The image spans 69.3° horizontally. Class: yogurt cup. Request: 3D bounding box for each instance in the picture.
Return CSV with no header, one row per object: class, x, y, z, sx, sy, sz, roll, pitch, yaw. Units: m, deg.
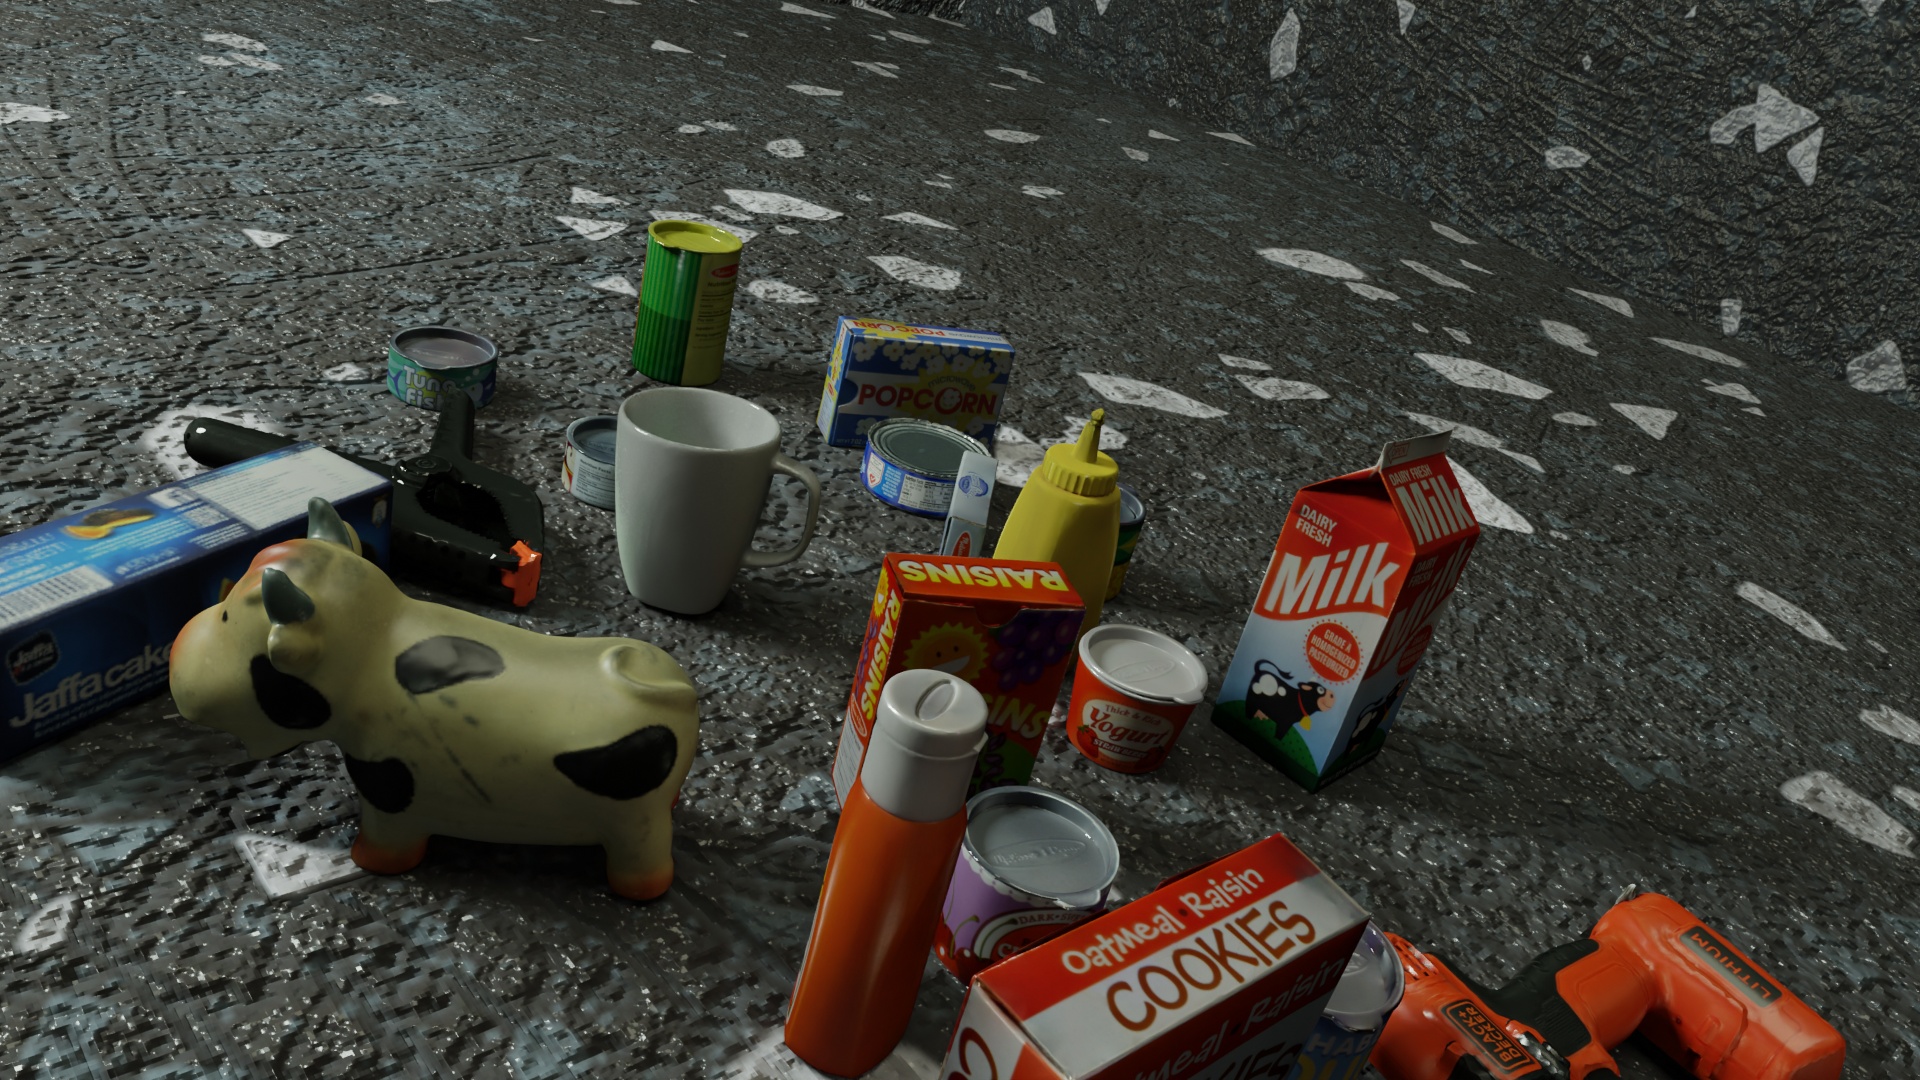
yogurt cup,0.088,0.083,0.718,0.072,0.053,0.073,12,27,-6

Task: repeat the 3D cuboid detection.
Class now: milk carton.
milk carton,0.207,0.030,0.732,0.072,0.189,0.073,-13,38,-44

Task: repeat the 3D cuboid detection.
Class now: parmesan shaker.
parmesan shaker,-0.199,-0.170,0.997,0.071,0.102,0.071,12,27,-6

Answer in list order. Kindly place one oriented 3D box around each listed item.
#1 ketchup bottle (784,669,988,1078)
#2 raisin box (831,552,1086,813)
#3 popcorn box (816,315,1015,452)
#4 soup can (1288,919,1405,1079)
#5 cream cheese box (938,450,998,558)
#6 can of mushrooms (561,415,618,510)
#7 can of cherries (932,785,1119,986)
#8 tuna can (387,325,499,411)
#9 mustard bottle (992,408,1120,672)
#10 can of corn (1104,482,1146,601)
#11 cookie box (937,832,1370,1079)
ketchup bottle,-0.024,0.116,0.490,0.043,0.148,0.065,21,27,12
raisin box,-0.003,0.068,0.621,0.086,0.122,0.040,5,28,-21
popcorn box,-0.032,-0.109,0.988,0.127,0.084,0.038,2,29,-25
soup can,0.117,0.181,0.512,0.071,0.083,0.072,12,27,-6
cream cheese box,0.003,-0.011,0.854,0.024,0.053,0.104,15,27,-1
can of mushrooms,-0.204,-0.048,0.837,0.071,0.033,0.071,12,27,-6
can of cherries,0.026,0.144,0.562,0.071,0.058,0.072,12,27,-6
tuna can,-0.332,-0.110,0.889,0.071,0.032,0.071,12,27,-6
mustard bottle,0.053,0.000,0.741,0.065,0.159,0.049,-5,33,-35
can of corn,0.078,-0.002,0.872,0.071,0.058,0.071,12,27,-6
cookie box,0.038,0.173,0.394,0.123,0.166,0.040,-11,36,-42
